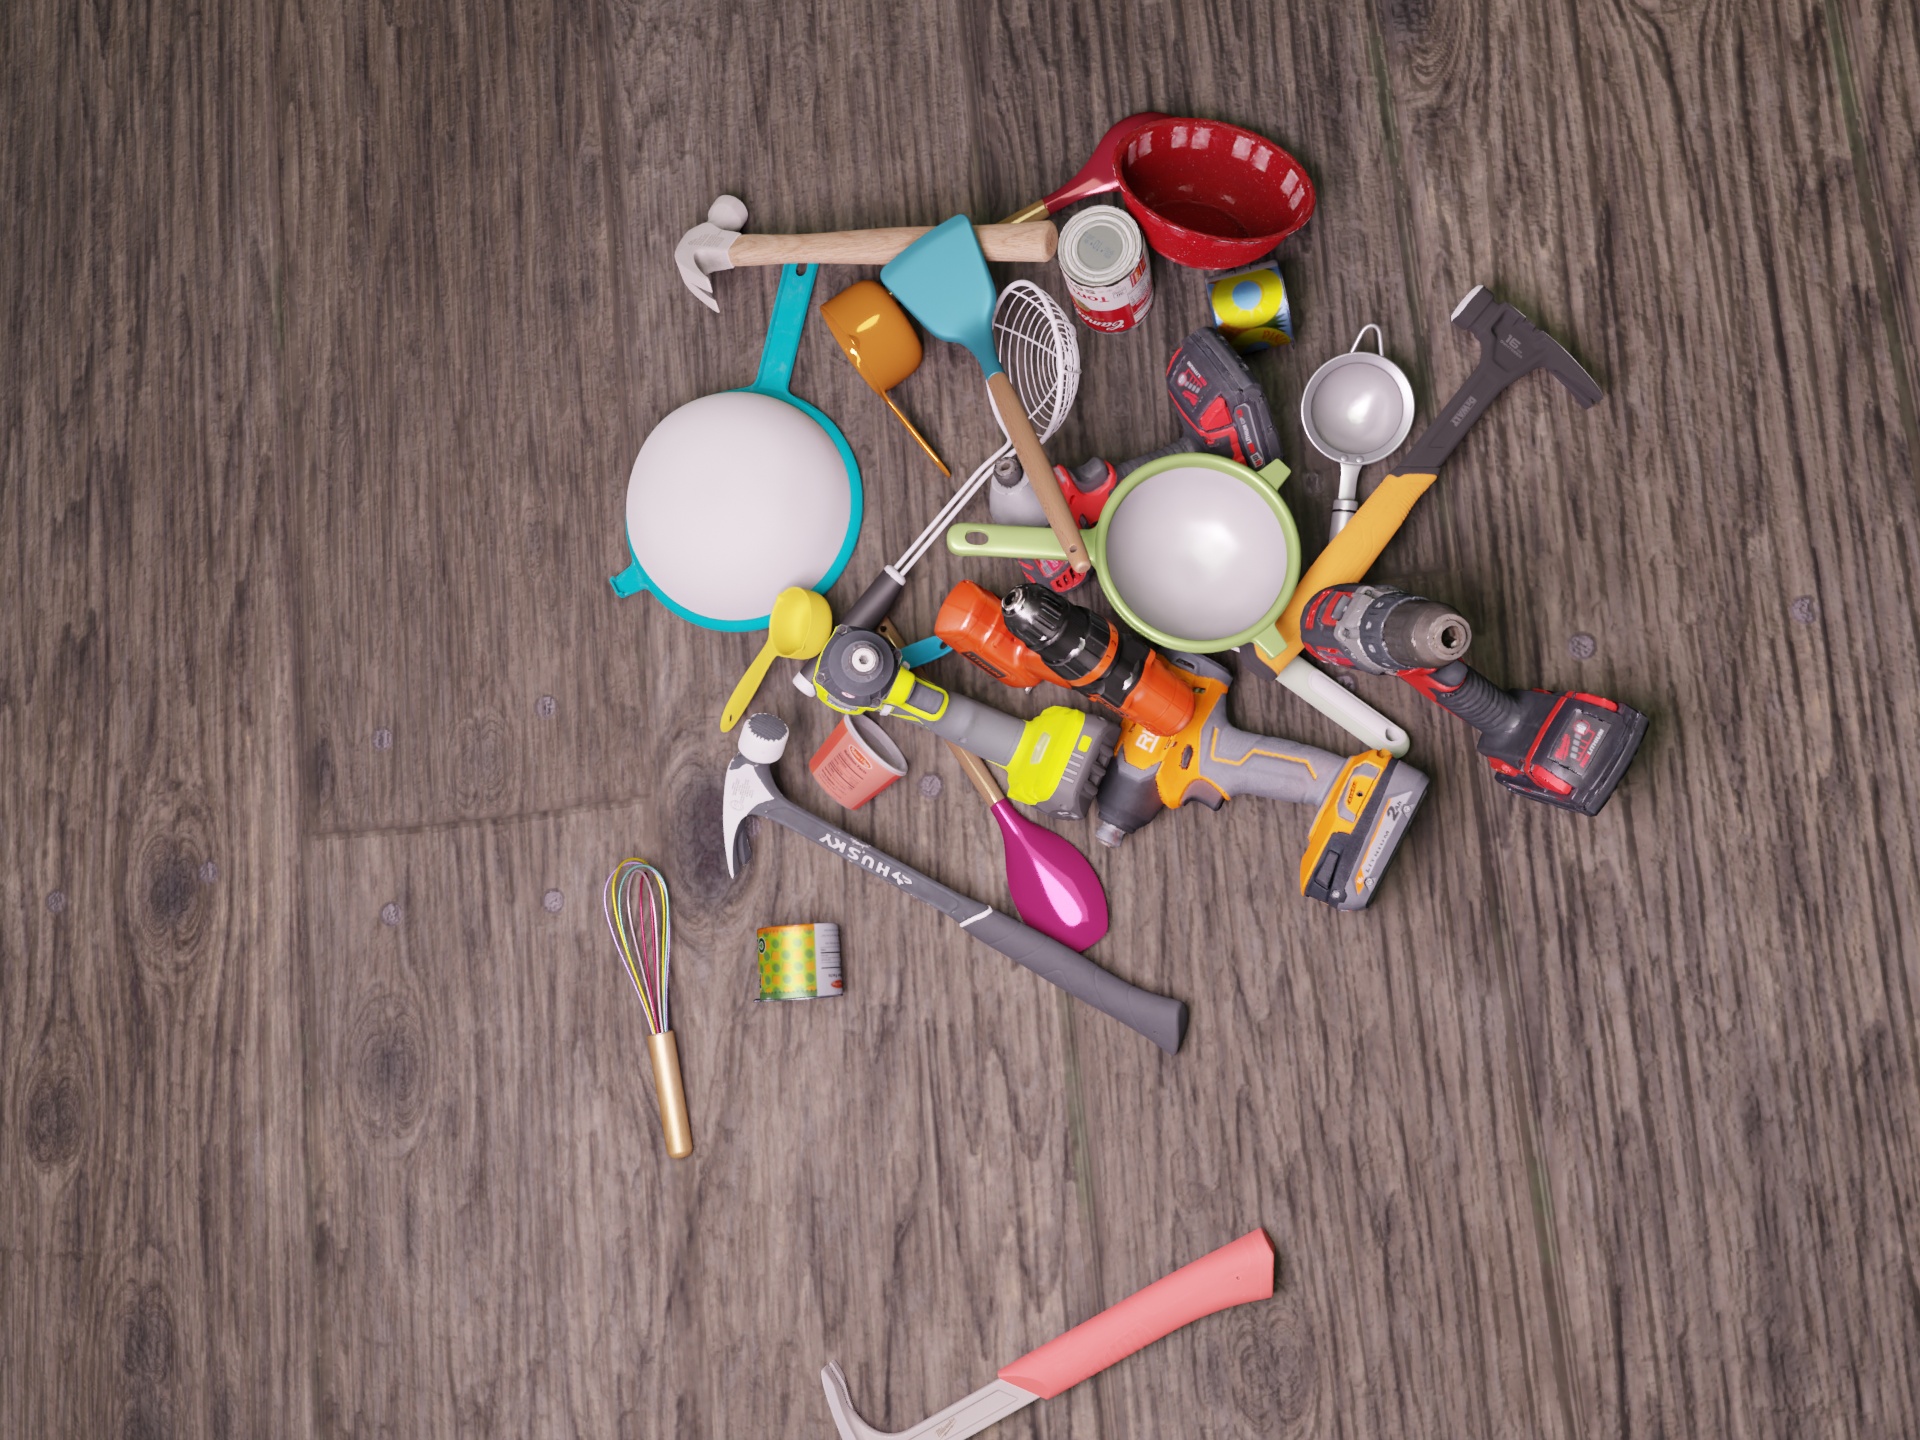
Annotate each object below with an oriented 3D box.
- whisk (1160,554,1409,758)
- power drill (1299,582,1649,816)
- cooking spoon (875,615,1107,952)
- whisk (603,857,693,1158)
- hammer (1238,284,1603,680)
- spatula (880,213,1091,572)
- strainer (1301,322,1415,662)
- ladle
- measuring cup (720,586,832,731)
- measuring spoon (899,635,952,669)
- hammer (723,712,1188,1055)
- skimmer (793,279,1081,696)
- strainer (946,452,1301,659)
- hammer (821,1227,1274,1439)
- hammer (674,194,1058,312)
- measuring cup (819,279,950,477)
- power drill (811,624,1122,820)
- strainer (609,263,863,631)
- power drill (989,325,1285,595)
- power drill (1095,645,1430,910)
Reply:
[{"bbox_3d":[0.241,-0.049,1.222,0.246,0.059,0.058,37,64,10],"label":"whisk"},{"bbox_3d":[0.356,-0.023,1.093,0.226,0.188,0.080,30,90,-12],"label":"power drill"},{"bbox_3d":[0.016,0.045,1.271,0.069,0.017,0.319,-35,76,9],"label":"cooking spoon"},{"bbox_3d":[-0.245,0.232,1.296,0.051,0.047,0.245,-11,85,9],"label":"whisk"},{"bbox_3d":[0.331,-0.161,1.192,0.127,0.034,0.337,40,87,1],"label":"hammer"},{"bbox_3d":[0.029,-0.235,1.163,0.082,0.044,0.318,-31,59,16],"label":"spatula"},{"bbox_3d":[0.296,-0.173,1.228,0.087,0.050,0.258,7,90,2],"label":"strainer"},{"bbox_3d":[0.048,-0.413,1.320,0.315,0.031,0.069,-28,78,9],"label":"ladle"},{"bbox_3d":[-0.151,-0.044,1.296,0.156,0.029,0.062,-52,48,32],"label":"measuring cup"},{"bbox_3d":[-0.053,-0.040,1.285,0.128,0.021,0.042,-21,60,22],"label":"measuring spoon"},{"bbox_3d":[-0.008,0.147,1.235,0.409,0.036,0.149,29,127,8],"label":"hammer"},{"bbox_3d":[-0.032,-0.176,1.254,0.363,0.090,0.127,-50,40,8],"label":"skimmer"},{"bbox_3d":[0.118,-0.119,1.174,0.256,0.069,0.151,3,78,0],"label":"strainer"},{"bbox_3d":[0.074,0.474,1.197,0.359,0.036,0.149,-32,78,7],"label":"hammer"},{"bbox_3d":[-0.082,-0.380,1.279,0.331,0.031,0.130,6,50,23],"label":"hammer"},{"bbox_3d":[-0.044,-0.282,1.304,0.052,0.095,0.173,-38,96,-2],"label":"measuring cup"},{"bbox_3d":[-0.002,-0.004,1.183,0.223,0.171,0.080,24,85,-6],"label":"power drill"},{"bbox_3d":[-0.178,-0.246,1.311,0.211,0.095,0.340,13,87,14],"label":"strainer"},{"bbox_3d":[0.126,-0.195,1.214,0.219,0.143,0.079,-31,54,5],"label":"power drill"},{"bbox_3d":[0.217,0.058,1.197,0.226,0.084,0.164,27,90,18],"label":"power drill"}]
